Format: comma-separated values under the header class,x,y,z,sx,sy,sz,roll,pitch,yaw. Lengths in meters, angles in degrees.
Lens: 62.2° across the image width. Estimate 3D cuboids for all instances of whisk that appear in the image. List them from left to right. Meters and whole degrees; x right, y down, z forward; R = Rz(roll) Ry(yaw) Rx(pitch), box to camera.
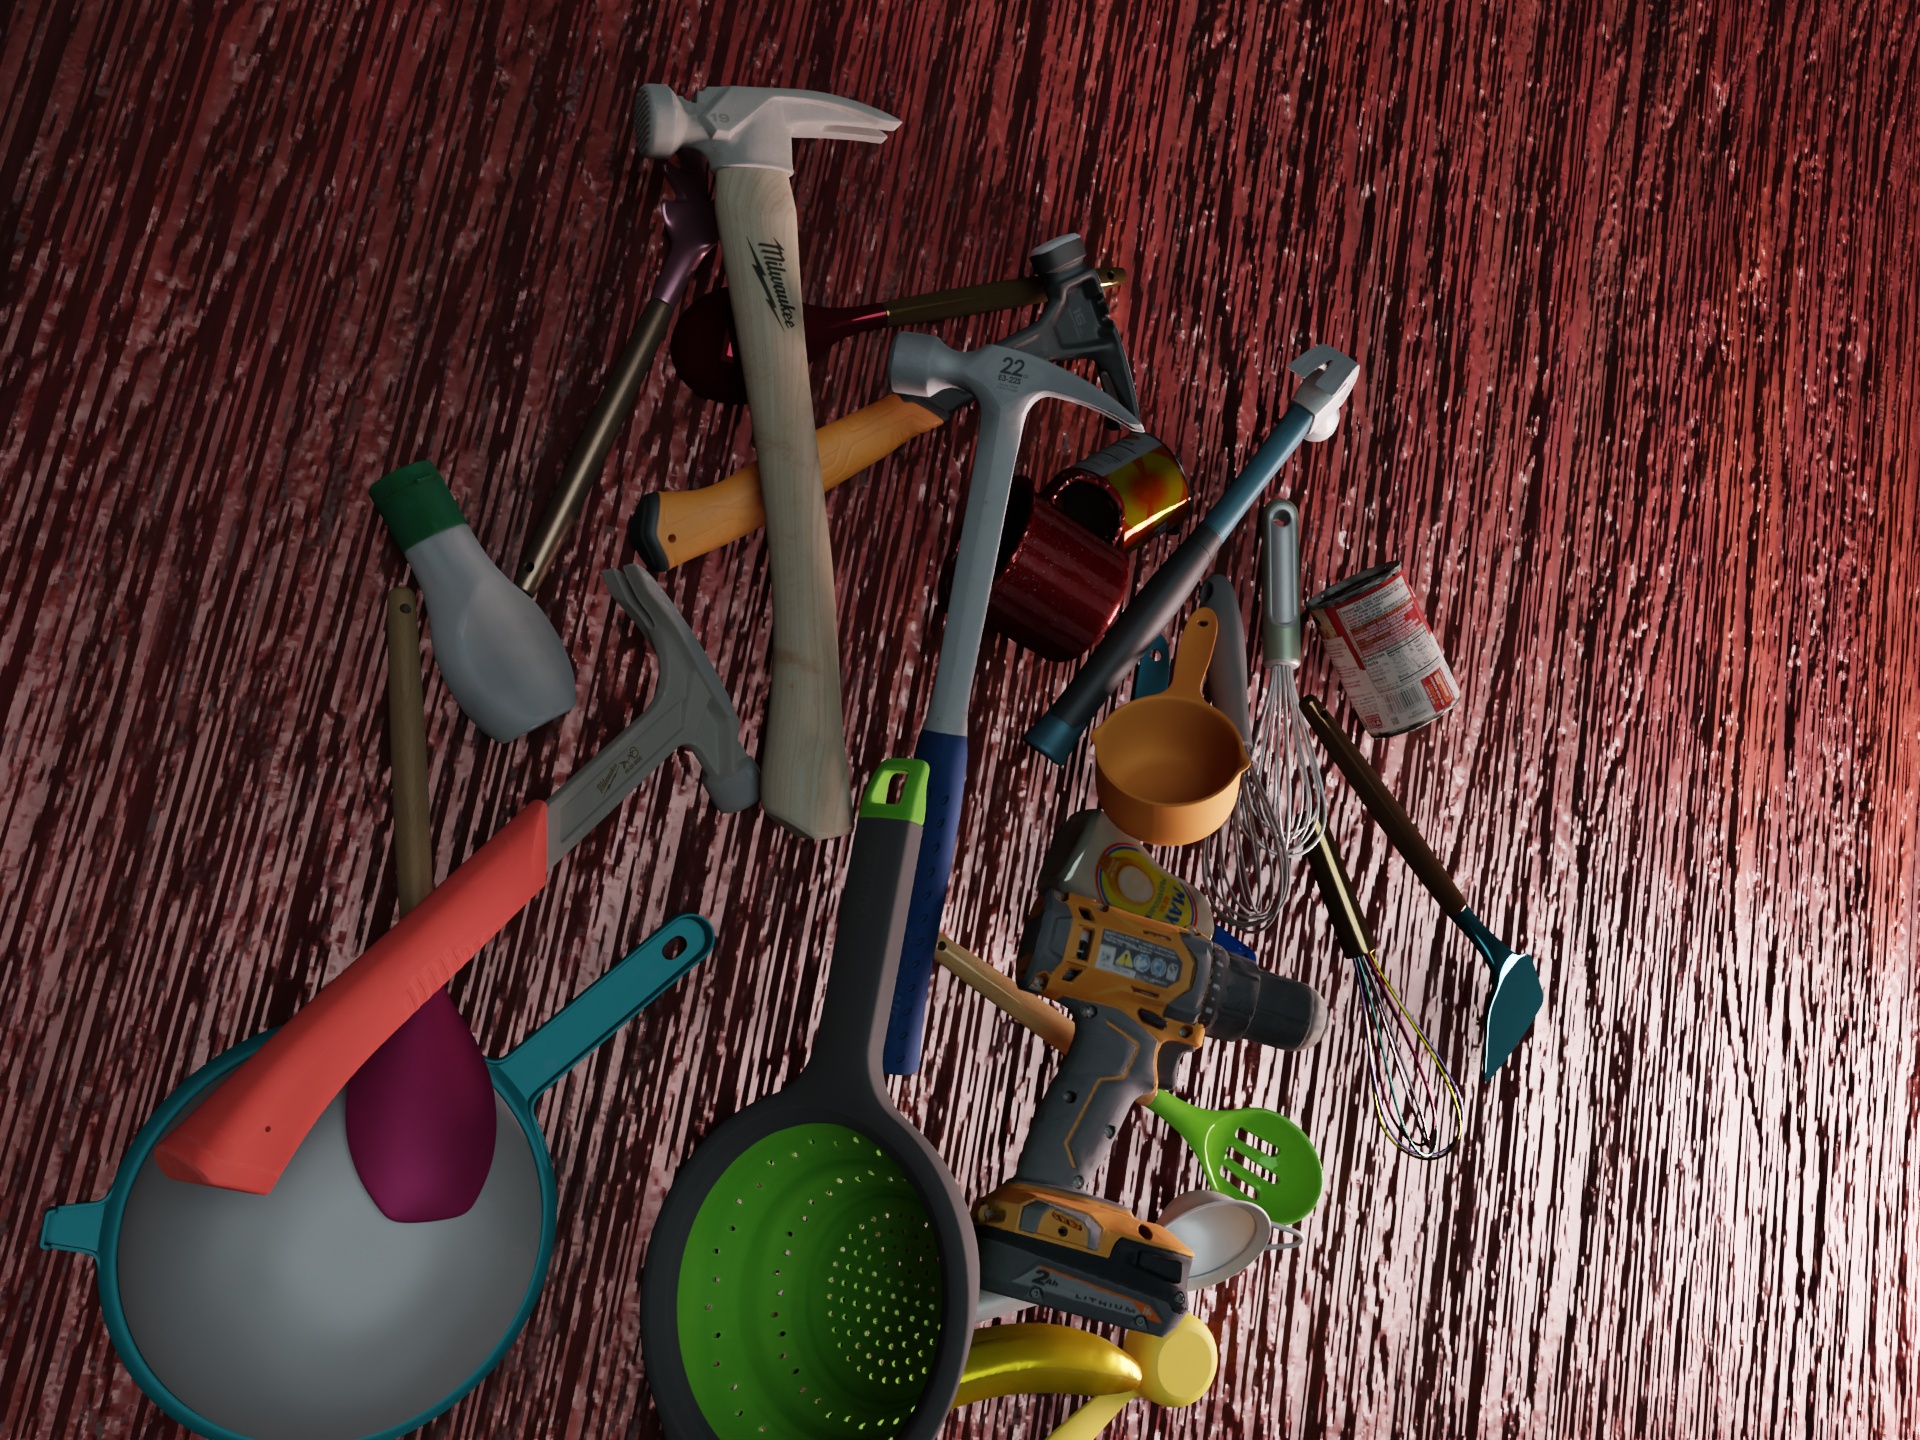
class,x,y,z,sx,sy,sz,roll,pitch,yaw
whisk,0.172,0.017,1.008,0.055,0.055,0.239,8,67,-24
whisk,0.211,-0.029,1.046,0.058,0.059,0.246,1,78,3
whisk,0.269,0.176,1.051,0.051,0.047,0.245,-19,87,-38

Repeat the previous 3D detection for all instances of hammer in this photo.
class,x,y,z,sx,sy,sz,roll,pitch,yaw
hammer,-0.228,0.073,0.750,0.359,0.037,0.149,-49,121,-43
hammer,-0.086,-0.141,0.879,0.146,0.038,0.410,-6,91,-24
hammer,-0.040,-0.168,0.943,0.337,0.034,0.127,-31,110,-22
hammer,-0.001,-0.003,0.882,0.144,0.035,0.405,11,95,10
hammer,0.148,-0.104,0.996,0.033,0.128,0.331,36,78,11

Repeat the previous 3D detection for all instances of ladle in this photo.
class,x,y,z,sx,sy,sz,roll,pitch,yaw
ladle,-0.026,-0.250,0.972,0.315,0.031,0.069,-18,93,-28

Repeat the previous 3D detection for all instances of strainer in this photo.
class,x,y,z,sx,sy,sz,roll,pitch,yaw
strainer,-0.244,0.209,0.772,0.340,0.095,0.211,-40,101,-23
strainer,0.082,0.322,0.943,0.258,0.050,0.086,-9,127,-21

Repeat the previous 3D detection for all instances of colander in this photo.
class,x,y,z,sx,sy,sz,roll,pitch,yaw
colander,-0.046,0.221,0.843,0.094,0.204,0.397,28,68,-53

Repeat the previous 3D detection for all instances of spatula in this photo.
class,x,y,z,sx,sy,sz,roll,pitch,yaw
spatula,0.308,0.107,1.061,0.082,0.044,0.317,-45,107,-23

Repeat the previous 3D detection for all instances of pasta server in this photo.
class,x,y,z,sx,sy,sz,roll,pitch,yaw
pasta server,-0.180,-0.213,0.887,0.060,0.040,0.316,19,75,10

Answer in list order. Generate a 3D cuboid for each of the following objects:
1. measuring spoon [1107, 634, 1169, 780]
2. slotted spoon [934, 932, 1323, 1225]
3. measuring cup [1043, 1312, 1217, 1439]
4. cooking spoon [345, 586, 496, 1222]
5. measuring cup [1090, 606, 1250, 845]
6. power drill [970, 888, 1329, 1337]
class,x,y,z,sx,sy,sz,roll,pitch,yaw
measuring spoon,0.115,0.005,1.015,0.042,0.021,0.129,15,68,-8
slotted spoon,0.097,0.214,0.972,0.313,0.031,0.070,37,70,-15
measuring cup,0.092,0.410,0.941,0.156,0.029,0.062,-33,98,-26
cooking spoon,-0.265,0.079,0.772,0.068,0.017,0.319,4,64,-33
measuring cup,0.135,0.003,0.982,0.095,0.052,0.174,10,47,12
power drill,0.106,0.225,0.902,0.185,0.084,0.226,17,70,-6
